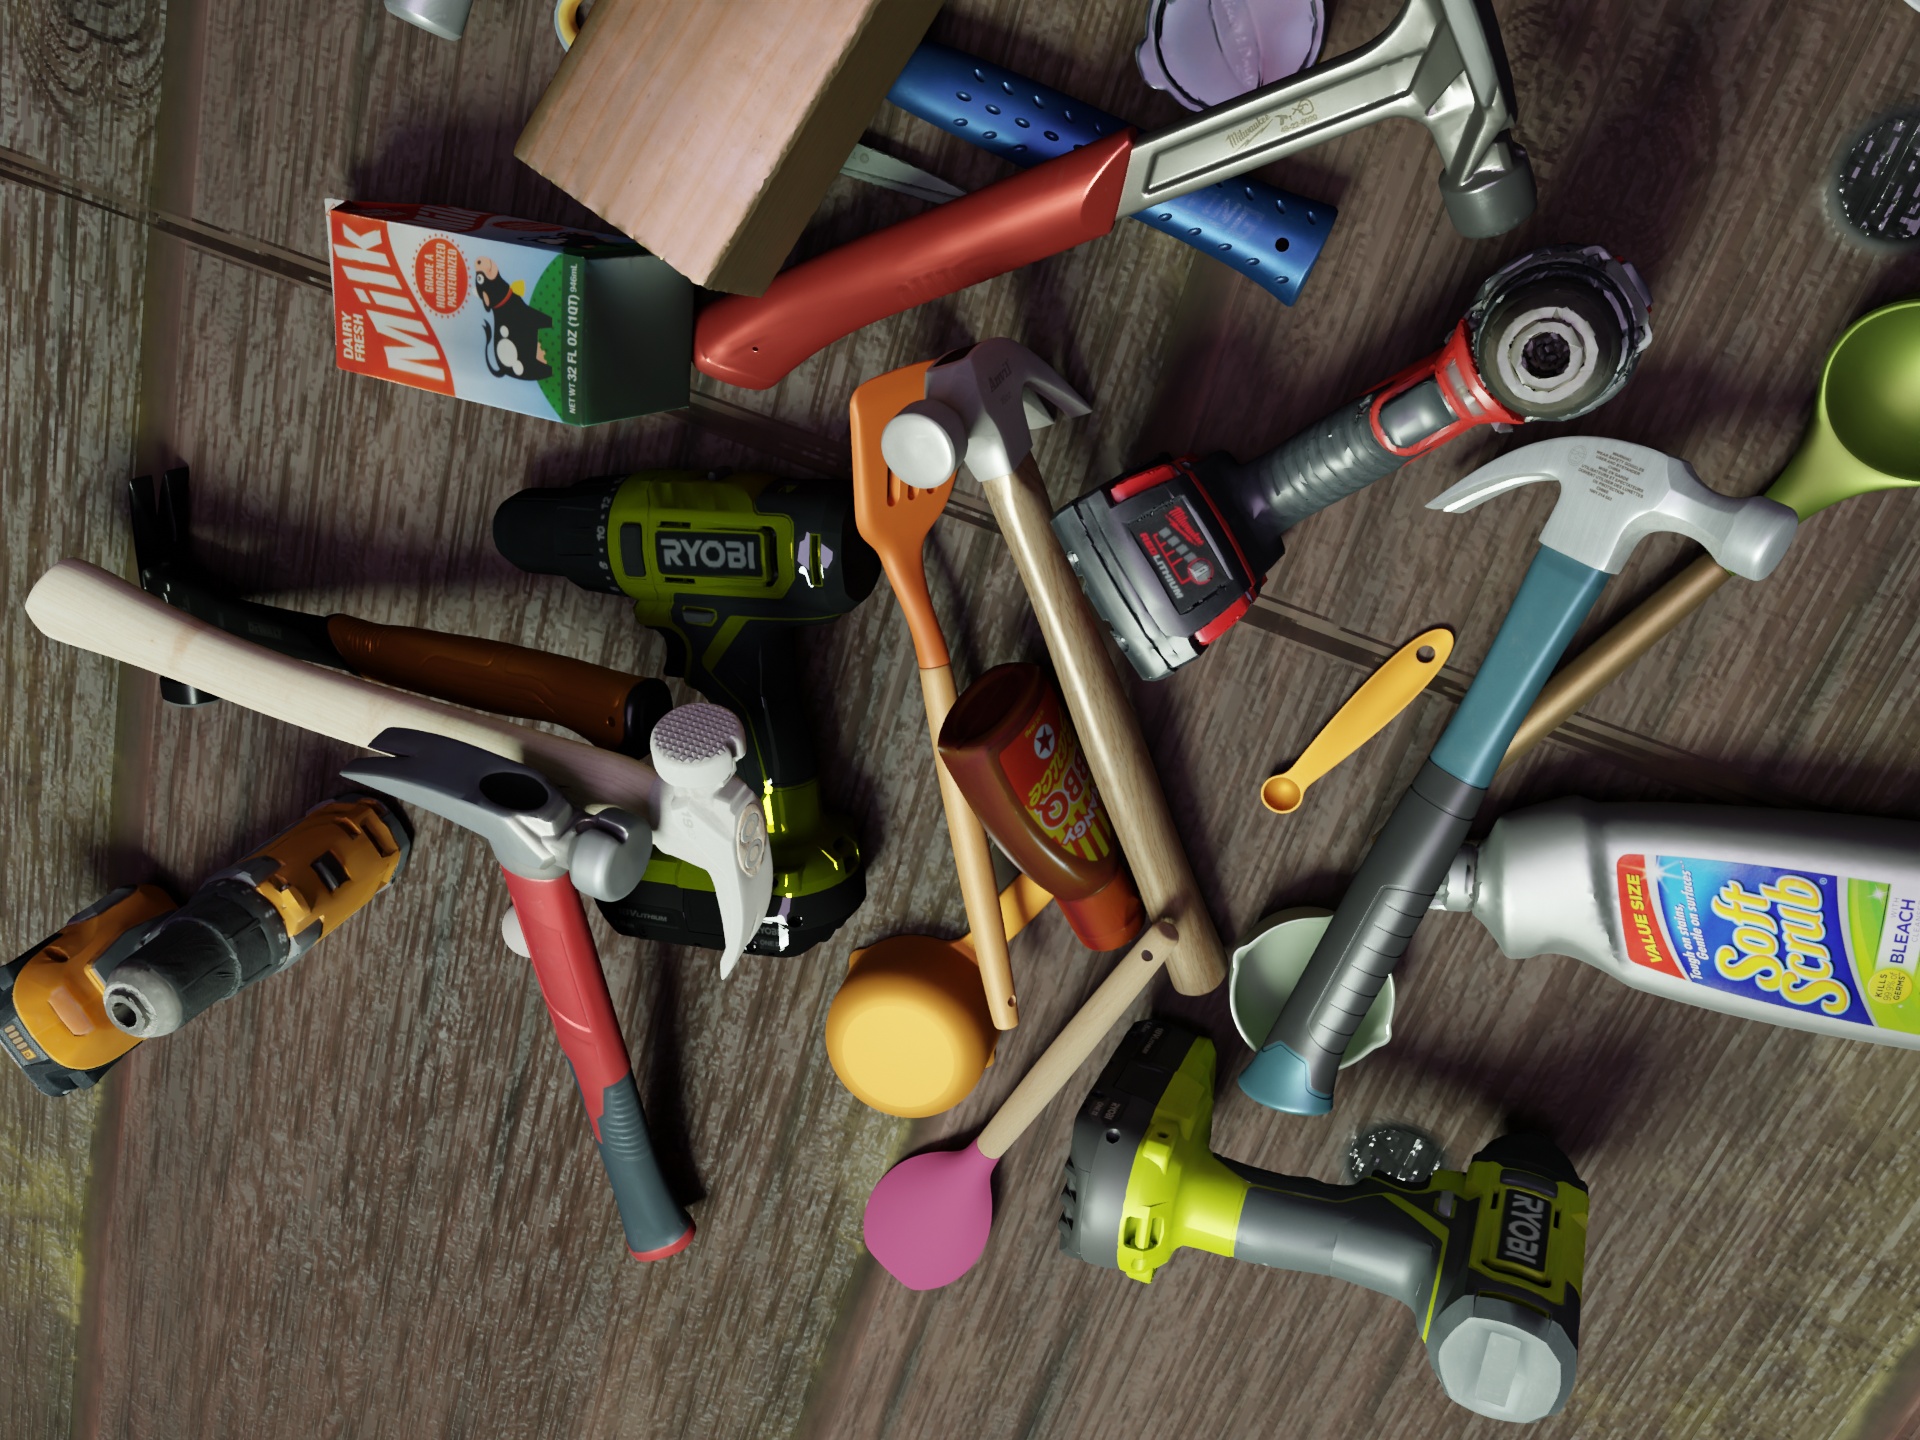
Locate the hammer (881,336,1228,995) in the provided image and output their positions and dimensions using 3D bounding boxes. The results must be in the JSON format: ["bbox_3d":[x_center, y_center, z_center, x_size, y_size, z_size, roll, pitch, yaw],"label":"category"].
[{"bbox_3d":[0.060,-0.013,0.711,0.031,0.130,0.331,-8,120,30],"label":"hammer"}]

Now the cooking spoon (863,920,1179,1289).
[{"bbox_3d":[0.026,0.205,0.818,0.069,0.017,0.318,41,126,12],"label":"cooking spoon"}]

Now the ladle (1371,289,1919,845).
[{"bbox_3d":[0.288,-0.044,0.648,0.078,0.062,0.320,47,114,5],"label":"ladle"}]

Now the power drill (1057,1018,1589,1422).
[{"bbox_3d":[0.172,0.219,0.738,0.223,0.171,0.080,13,112,20],"label":"power drill"}]

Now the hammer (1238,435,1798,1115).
[{"bbox_3d":[0.206,0.034,0.677,0.128,0.033,0.331,37,114,34],"label":"hammer"}]

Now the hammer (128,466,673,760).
[{"bbox_3d":[-0.284,-0.041,0.785,0.337,0.034,0.127,12,114,26],"label":"hammer"}]

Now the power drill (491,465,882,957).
[{"bbox_3d":[-0.131,-0.010,0.775,0.190,0.080,0.228,4,109,19],"label":"power drill"}]

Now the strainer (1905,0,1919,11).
[{"bbox_3d":[0.405,-0.237,0.560,0.087,0.050,0.258,-36,104,30],"label":"strainer"}]

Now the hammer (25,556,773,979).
[{"bbox_3d":[-0.275,0.005,0.753,0.411,0.038,0.146,17,136,19],"label":"hammer"}]

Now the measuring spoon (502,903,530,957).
[{"bbox_3d":[-0.225,0.080,0.866,0.034,0.018,0.124,25,114,5],"label":"measuring spoon"}]

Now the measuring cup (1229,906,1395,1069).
[{"bbox_3d":[0.187,0.087,0.752,0.083,0.038,0.167,29,98,1],"label":"measuring cup"}]

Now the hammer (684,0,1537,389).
[{"bbox_3d":[0.026,-0.207,0.623,0.359,0.037,0.149,-10,132,33],"label":"hammer"}]

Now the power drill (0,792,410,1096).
[{"bbox_3d":[-0.426,0.130,0.851,0.226,0.185,0.084,-24,104,25],"label":"power drill"}]

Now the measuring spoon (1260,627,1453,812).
[{"bbox_3d":[0.182,0.000,0.730,0.021,0.011,0.117,41,112,-3],"label":"measuring spoon"}]

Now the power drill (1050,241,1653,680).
[{"bbox_3d":[0.150,-0.103,0.603,0.226,0.188,0.080,-29,94,27],"label":"power drill"}]

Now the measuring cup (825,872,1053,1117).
[{"bbox_3d":[-0.002,0.132,0.805,0.095,0.052,0.173,39,116,-2],"label":"measuring cup"}]

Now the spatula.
[{"bbox_3d":[-0.001,-0.002,0.740,0.041,0.081,0.322,3,110,44],"label":"spatula"}]

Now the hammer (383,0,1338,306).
[{"bbox_3d":[-0.035,-0.281,0.657,0.405,0.035,0.144,25,104,2],"label":"hammer"}]

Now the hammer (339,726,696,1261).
[{"bbox_3d":[-0.197,0.160,0.800,0.143,0.038,0.385,19,138,19],"label":"hammer"}]
